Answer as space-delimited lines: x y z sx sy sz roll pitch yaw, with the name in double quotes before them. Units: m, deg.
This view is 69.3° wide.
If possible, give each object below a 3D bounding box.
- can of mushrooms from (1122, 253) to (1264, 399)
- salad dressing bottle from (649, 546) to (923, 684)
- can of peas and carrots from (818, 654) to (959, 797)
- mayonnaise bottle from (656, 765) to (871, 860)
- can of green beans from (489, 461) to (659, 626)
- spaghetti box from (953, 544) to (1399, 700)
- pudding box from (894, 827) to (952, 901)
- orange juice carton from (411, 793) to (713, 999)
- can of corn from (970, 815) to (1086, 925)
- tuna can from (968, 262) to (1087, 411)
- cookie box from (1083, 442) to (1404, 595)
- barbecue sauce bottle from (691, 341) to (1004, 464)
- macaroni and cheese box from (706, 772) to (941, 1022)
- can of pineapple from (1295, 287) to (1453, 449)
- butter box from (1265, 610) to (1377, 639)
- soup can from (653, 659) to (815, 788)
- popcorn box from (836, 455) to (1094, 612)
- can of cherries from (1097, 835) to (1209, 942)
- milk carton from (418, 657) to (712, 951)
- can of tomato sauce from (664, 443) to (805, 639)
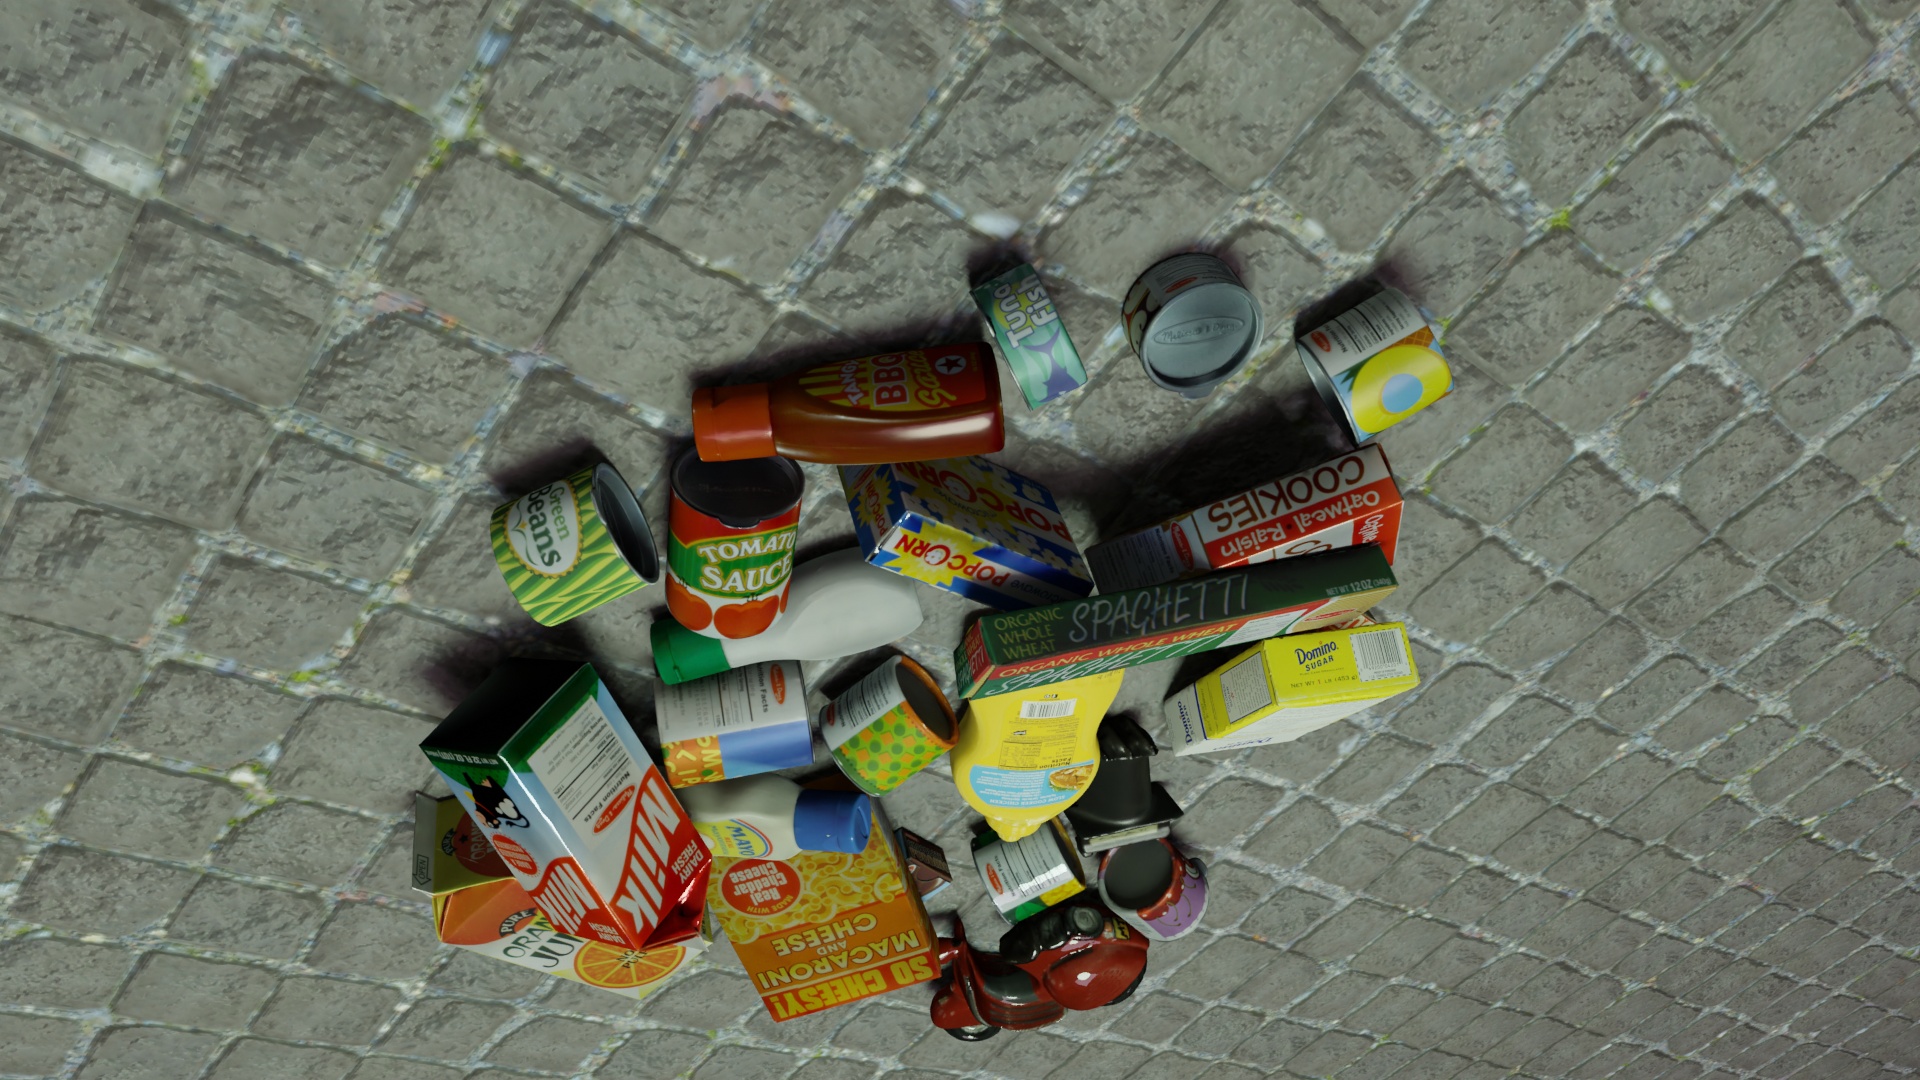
"can of mushrooms" 0.118 -0.110 0.714 0.071 0.033 0.070 -10 133 -11
"salad dressing bottle" -0.097 0.044 0.776 0.148 0.044 0.064 -15 134 -3
"can of peas and carrots" -0.041 0.113 0.840 0.058 0.071 0.071 -37 132 15
"mayonnaise bottle" -0.129 0.167 0.841 0.148 0.041 0.064 0 134 15
"can of green beans" -0.191 0.002 0.690 0.058 0.071 0.071 -23 134 4
"spaghetti box" 0.117 0.042 0.736 0.251 0.029 0.050 -9 157 -22
"pudding box" -0.053 0.243 0.980 0.083 0.030 0.049 -38 130 17
"orange juice carton" -0.252 0.213 0.858 0.073 0.072 0.192 -41 131 18
"can of corn" 0.049 0.226 0.976 0.058 0.071 0.071 -28 133 8
"tuna can" 0.033 -0.100 0.671 0.033 0.071 0.070 -27 134 5
"cookie box" 0.163 0.008 0.791 0.167 0.040 0.122 -20 159 8
"barbecue sauce bottle" -0.055 -0.063 0.682 0.149 0.065 0.043 -6 132 -1
"macaroni and cheese box" -0.094 0.238 0.925 0.124 0.040 0.165 -17 121 3
"can of pineapple" 0.221 -0.092 0.741 0.058 0.071 0.070 -29 133 9
"butter box" 0.218 0.044 0.893 0.103 0.024 0.053 30 116 -36
"soup can" -0.130 0.105 0.804 0.084 0.072 0.071 -9 133 -9
"popcorn box" 0.003 -0.009 0.730 0.127 0.085 0.038 21 121 -33
"can of cherries" 0.145 0.254 1.033 0.071 0.072 0.058 -33 133 12
"milk carton" -0.206 0.161 0.773 0.072 0.074 0.189 -2 125 37
"can of tomato sauce" -0.116 0.001 0.711 0.071 0.071 0.082 -1 132 -17
